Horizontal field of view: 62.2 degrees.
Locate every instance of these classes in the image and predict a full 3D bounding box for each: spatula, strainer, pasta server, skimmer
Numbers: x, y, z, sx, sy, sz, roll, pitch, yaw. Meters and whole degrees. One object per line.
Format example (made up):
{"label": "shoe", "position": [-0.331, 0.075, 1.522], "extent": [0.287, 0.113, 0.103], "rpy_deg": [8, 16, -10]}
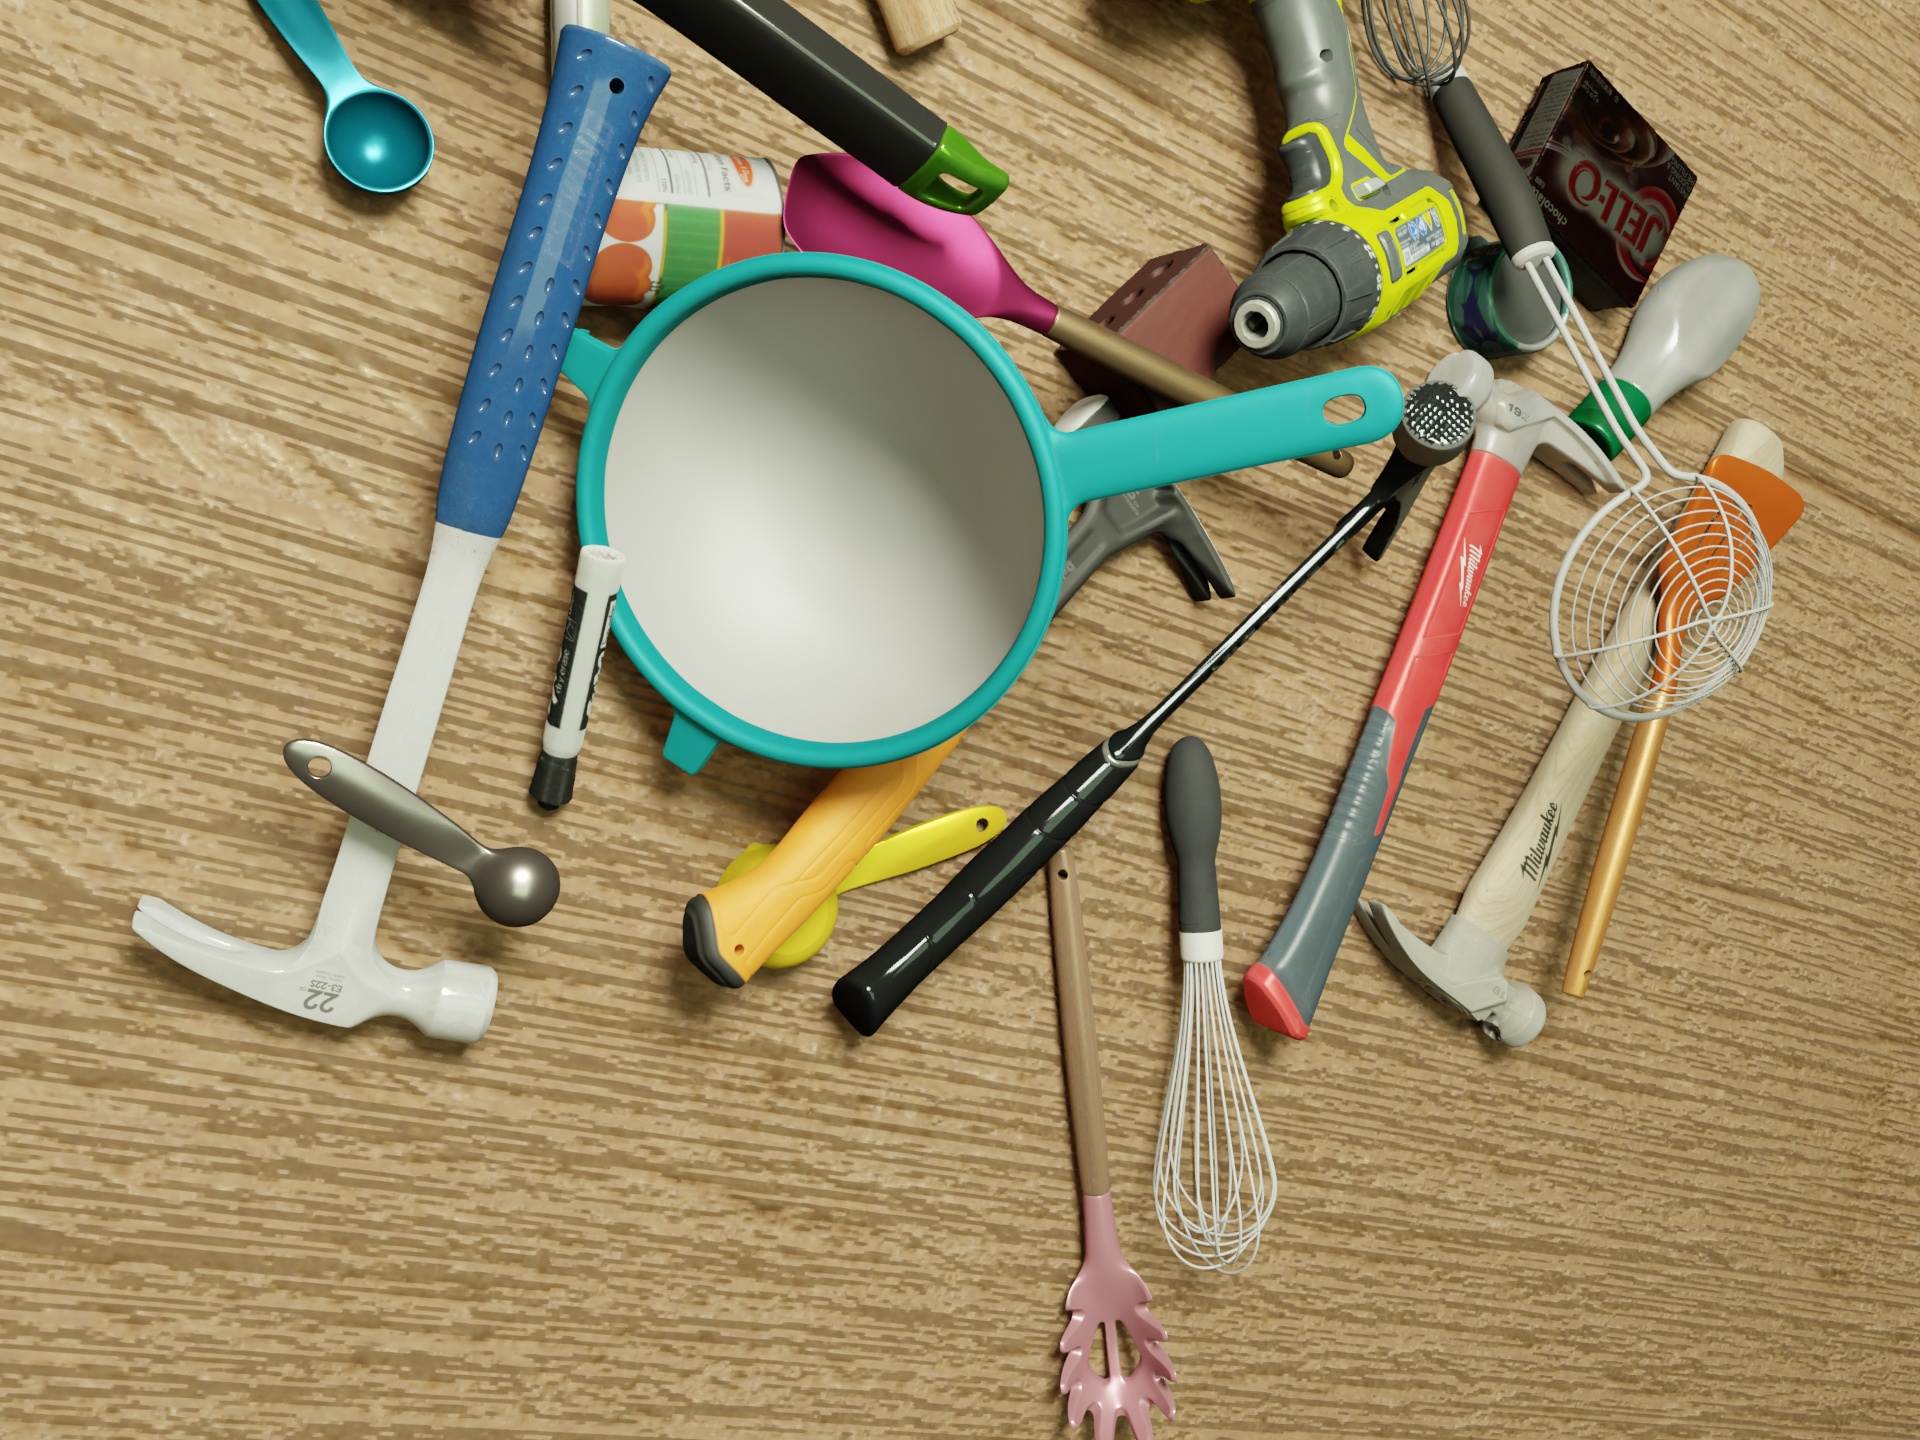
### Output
{"label": "spatula", "position": [0.408, 0.007, 0.926], "extent": [0.081, 0.041, 0.322], "rpy_deg": [20, 86, -24]}
{"label": "strainer", "position": [0.010, -0.102, 0.666], "extent": [0.340, 0.095, 0.211], "rpy_deg": [-10, 103, 17]}
{"label": "pasta server", "position": [0.068, 0.221, 0.825], "extent": [0.060, 0.040, 0.316], "rpy_deg": [-6, 97, 1]}
{"label": "skimmer", "position": [0.316, -0.179, 0.845], "extent": [0.127, 0.090, 0.363], "rpy_deg": [-15, 71, -11]}

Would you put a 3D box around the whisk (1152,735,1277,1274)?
{"label": "whisk", "position": [0.129, 0.150, 0.838], "extent": [0.070, 0.070, 0.284], "rpy_deg": [-4, 92, -25]}

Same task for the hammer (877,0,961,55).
{"label": "hammer", "position": [-0.079, -0.457, 0.687], "extent": [0.130, 0.031, 0.331], "rpy_deg": [-35, 111, -25]}

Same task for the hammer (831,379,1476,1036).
{"label": "hammer", "position": [0.091, 0.002, 0.782], "extent": [0.409, 0.149, 0.036], "rpy_deg": [-44, 78, -7]}

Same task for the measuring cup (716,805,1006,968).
{"label": "measuring cup", "position": [-0.041, 0.073, 0.761], "extent": [0.156, 0.029, 0.062], "rpy_deg": [-20, 103, -21]}

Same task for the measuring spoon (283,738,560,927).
{"label": "measuring spoon", "position": [-0.211, 0.045, 0.627], "extent": [0.124, 0.018, 0.034], "rpy_deg": [38, 90, -26]}

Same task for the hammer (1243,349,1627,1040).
{"label": "hammer", "position": [0.258, -0.002, 0.888], "extent": [0.143, 0.038, 0.386], "rpy_deg": [27, 81, -27]}

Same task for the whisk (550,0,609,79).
{"label": "whisk", "position": [-0.159, -0.358, 0.656], "extent": [0.059, 0.058, 0.246], "rpy_deg": [-12, 107, -55]}

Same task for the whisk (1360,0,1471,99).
{"label": "whisk", "position": [0.204, -0.425, 0.797], "extent": [0.055, 0.055, 0.238], "rpy_deg": [-42, 124, -16]}

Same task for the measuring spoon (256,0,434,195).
{"label": "measuring spoon", "position": [-0.258, -0.267, 0.636], "extent": [0.042, 0.021, 0.128], "rpy_deg": [-35, 100, -18]}

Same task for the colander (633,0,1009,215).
{"label": "colander", "position": [-0.135, -0.334, 0.594], "extent": [0.396, 0.204, 0.094], "rpy_deg": [29, 66, -24]}

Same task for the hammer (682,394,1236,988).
{"label": "hammer", "position": [-0.001, -0.002, 0.753], "extent": [0.337, 0.034, 0.127], "rpy_deg": [-48, 112, -21]}

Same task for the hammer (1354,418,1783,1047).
{"label": "hammer", "position": [0.379, -0.015, 0.954], "extent": [0.146, 0.038, 0.411], "rpy_deg": [37, 79, -23]}

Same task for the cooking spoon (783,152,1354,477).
{"label": "cooking spoon", "position": [0.061, -0.174, 0.733], "extent": [0.318, 0.017, 0.069], "rpy_deg": [19, 70, -27]}

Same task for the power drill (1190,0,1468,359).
{"label": "power drill", "position": [0.160, -0.295, 0.771], "extent": [0.190, 0.080, 0.228], "rpy_deg": [-37, 110, -43]}

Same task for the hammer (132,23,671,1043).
{"label": "hammer", "position": [-0.203, -0.067, 0.626], "extent": [0.144, 0.035, 0.405], "rpy_deg": [16, 100, -25]}
